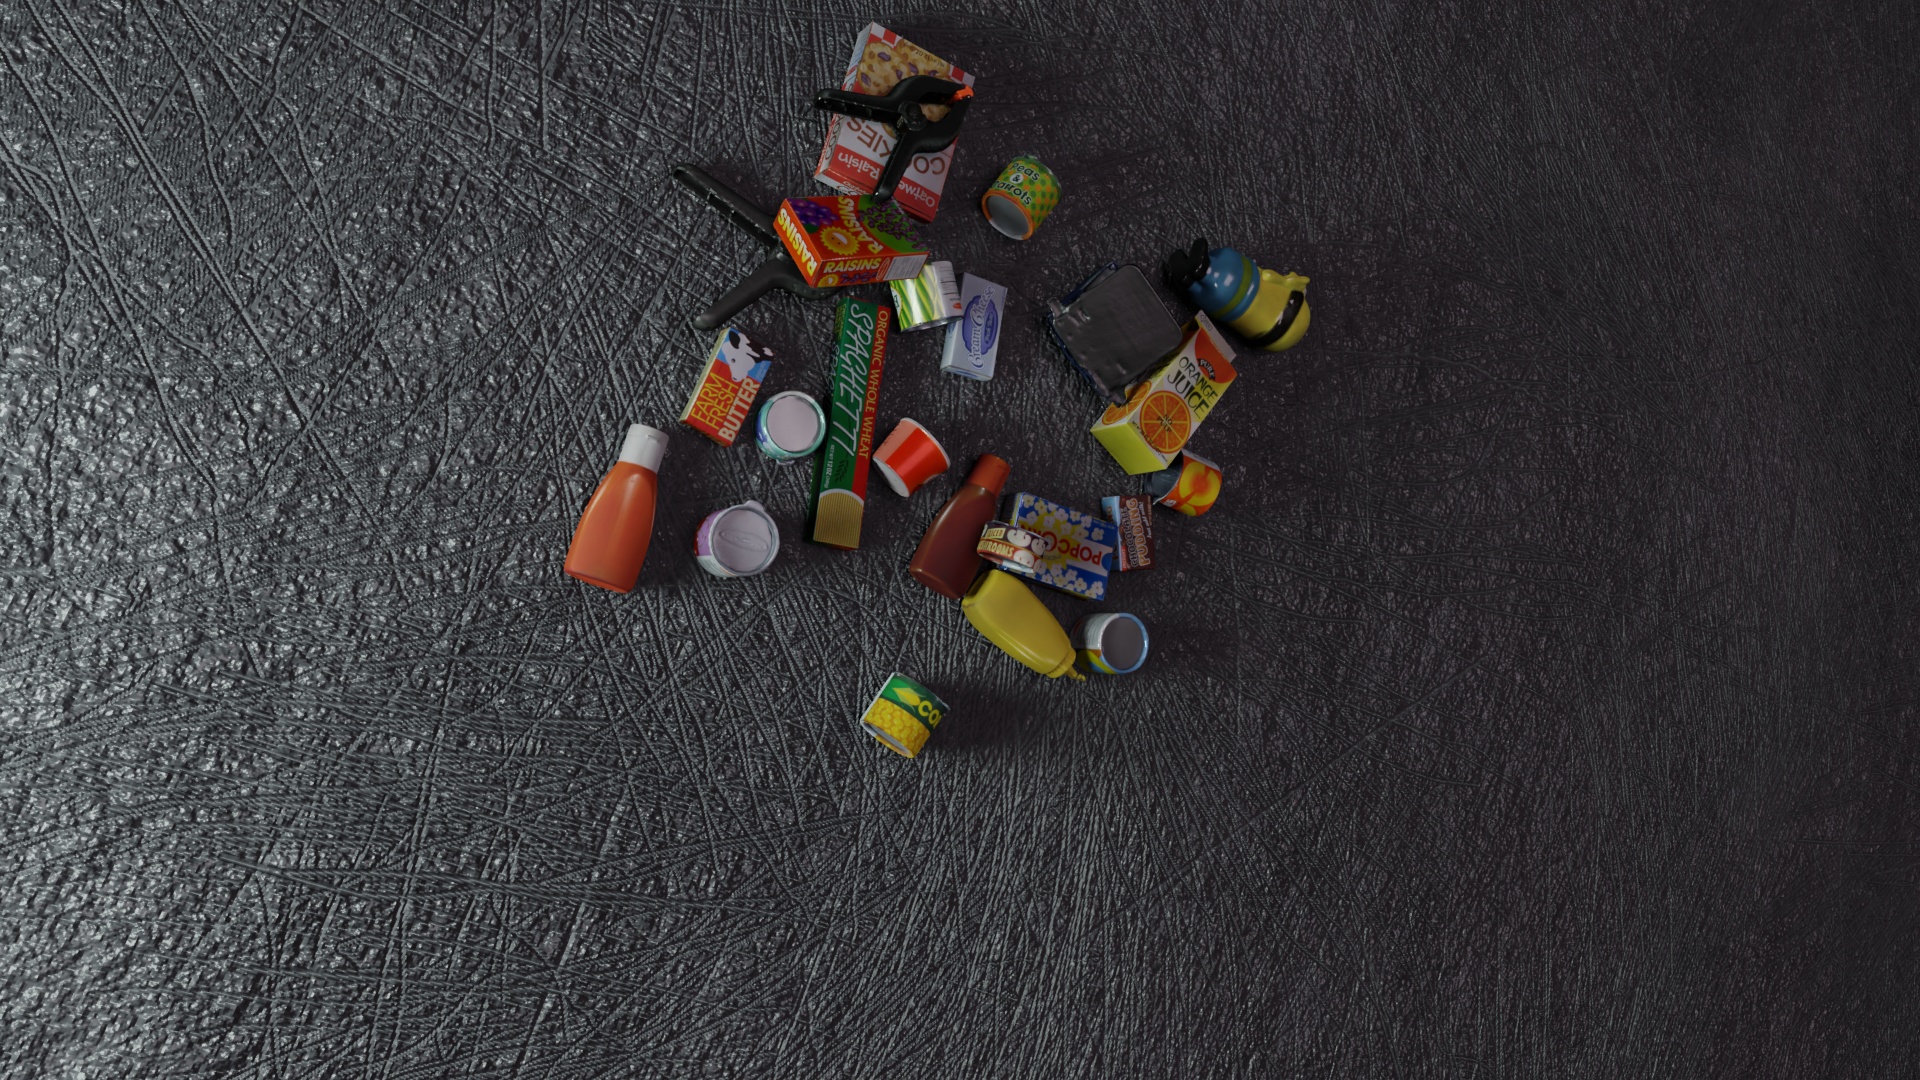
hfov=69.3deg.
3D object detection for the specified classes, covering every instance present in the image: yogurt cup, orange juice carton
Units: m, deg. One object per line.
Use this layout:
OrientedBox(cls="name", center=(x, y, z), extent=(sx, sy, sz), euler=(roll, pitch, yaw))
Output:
OrientedBox(cls="yogurt cup", center=(-0.052, -0.080, 1.381), extent=(0.054, 0.072, 0.072), euler=(-44, 107, -15))
OrientedBox(cls="orange juice carton", center=(0.236, -0.166, 1.535), extent=(0.071, 0.073, 0.193), euler=(46, 67, -18))

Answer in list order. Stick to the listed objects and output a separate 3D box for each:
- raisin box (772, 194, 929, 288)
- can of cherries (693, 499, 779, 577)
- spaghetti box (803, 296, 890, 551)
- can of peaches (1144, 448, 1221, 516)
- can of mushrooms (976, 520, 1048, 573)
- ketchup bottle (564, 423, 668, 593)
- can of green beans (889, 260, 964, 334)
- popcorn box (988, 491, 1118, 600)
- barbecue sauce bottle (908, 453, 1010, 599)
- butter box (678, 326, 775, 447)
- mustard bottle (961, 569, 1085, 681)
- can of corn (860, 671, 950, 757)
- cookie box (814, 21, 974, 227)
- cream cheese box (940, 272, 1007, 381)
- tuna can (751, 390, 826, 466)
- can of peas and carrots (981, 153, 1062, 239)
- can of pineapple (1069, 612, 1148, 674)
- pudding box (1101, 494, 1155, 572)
OrientedBox(cls="raisin box", center=(-0.104, -0.288, 1.328), extent=(0.124, 0.039, 0.086), euler=(-13, 62, -36))
OrientedBox(cls="can of cherries", center=(-0.208, -0.001, 1.294), extent=(0.071, 0.058, 0.071), euler=(2, 86, -27))
OrientedBox(cls="spaghetti box", center=(-0.111, -0.117, 1.371), extent=(0.050, 0.028, 0.250), euler=(11, 82, -28))
OrientedBox(cls="can of peaches", center=(0.246, -0.064, 1.538), extent=(0.058, 0.071, 0.071), euler=(21, 77, -26))
OrientedBox(cls="can of mushrooms", center=(0.050, 0.006, 1.387), extent=(0.071, 0.071, 0.033), euler=(24, 81, -25))
OrientedBox(cls="ketchup bottle", center=(-0.304, -0.031, 1.253), extent=(0.065, 0.043, 0.149), euler=(23, 76, -26))
OrientedBox(cls="can of green beans", center=(-0.035, -0.245, 1.399), extent=(0.071, 0.071, 0.057), euler=(-15, 93, -28))
OrientedBox(cls="popcorn box", center=(0.099, 0.008, 1.469), extent=(0.127, 0.038, 0.085), euler=(18, 77, -26))
OrientedBox(cls="barbecue sauce bottle", center=(0.005, -0.018, 1.418), extent=(0.065, 0.043, 0.149), euler=(34, 71, -26))
OrientedBox(cls="butter box", center=(-0.221, -0.145, 1.316), extent=(0.053, 0.024, 0.104), euler=(29, 74, -23))
OrientedBox(cls="mustard bottle", center=(0.073, 0.099, 1.443), extent=(0.160, 0.048, 0.065), euler=(44, 69, -19))
OrientedBox(cls="can of corn", center=(-0.054, 0.172, 1.358), extent=(0.071, 0.071, 0.058), euler=(42, 70, -20))
OrientedBox(cls="cookie box", center=(-0.065, -0.420, 1.409), extent=(0.123, 0.040, 0.168), euler=(21, 77, -26))
OrientedBox(cls="cream cheese box", center=(0.014, -0.222, 1.447), extent=(0.053, 0.024, 0.104), euler=(14, 80, -26))
OrientedBox(cls="tuna can", center=(-0.165, -0.108, 1.339), extent=(0.071, 0.033, 0.071), euler=(2, 85, -28))
OrientedBox(cls="can of peas and carrots", center=(0.064, -0.360, 1.458), extent=(0.071, 0.071, 0.059), euler=(44, 69, -19))
OrientedBox(cls="can of pineapple", center=(0.160, 0.111, 1.484), extent=(0.071, 0.058, 0.071), euler=(2, 86, -28))
OrientedBox(cls="pudding box", center=(0.183, -0.008, 1.520), extent=(0.050, 0.030, 0.083), euler=(-2, 87, -27))
